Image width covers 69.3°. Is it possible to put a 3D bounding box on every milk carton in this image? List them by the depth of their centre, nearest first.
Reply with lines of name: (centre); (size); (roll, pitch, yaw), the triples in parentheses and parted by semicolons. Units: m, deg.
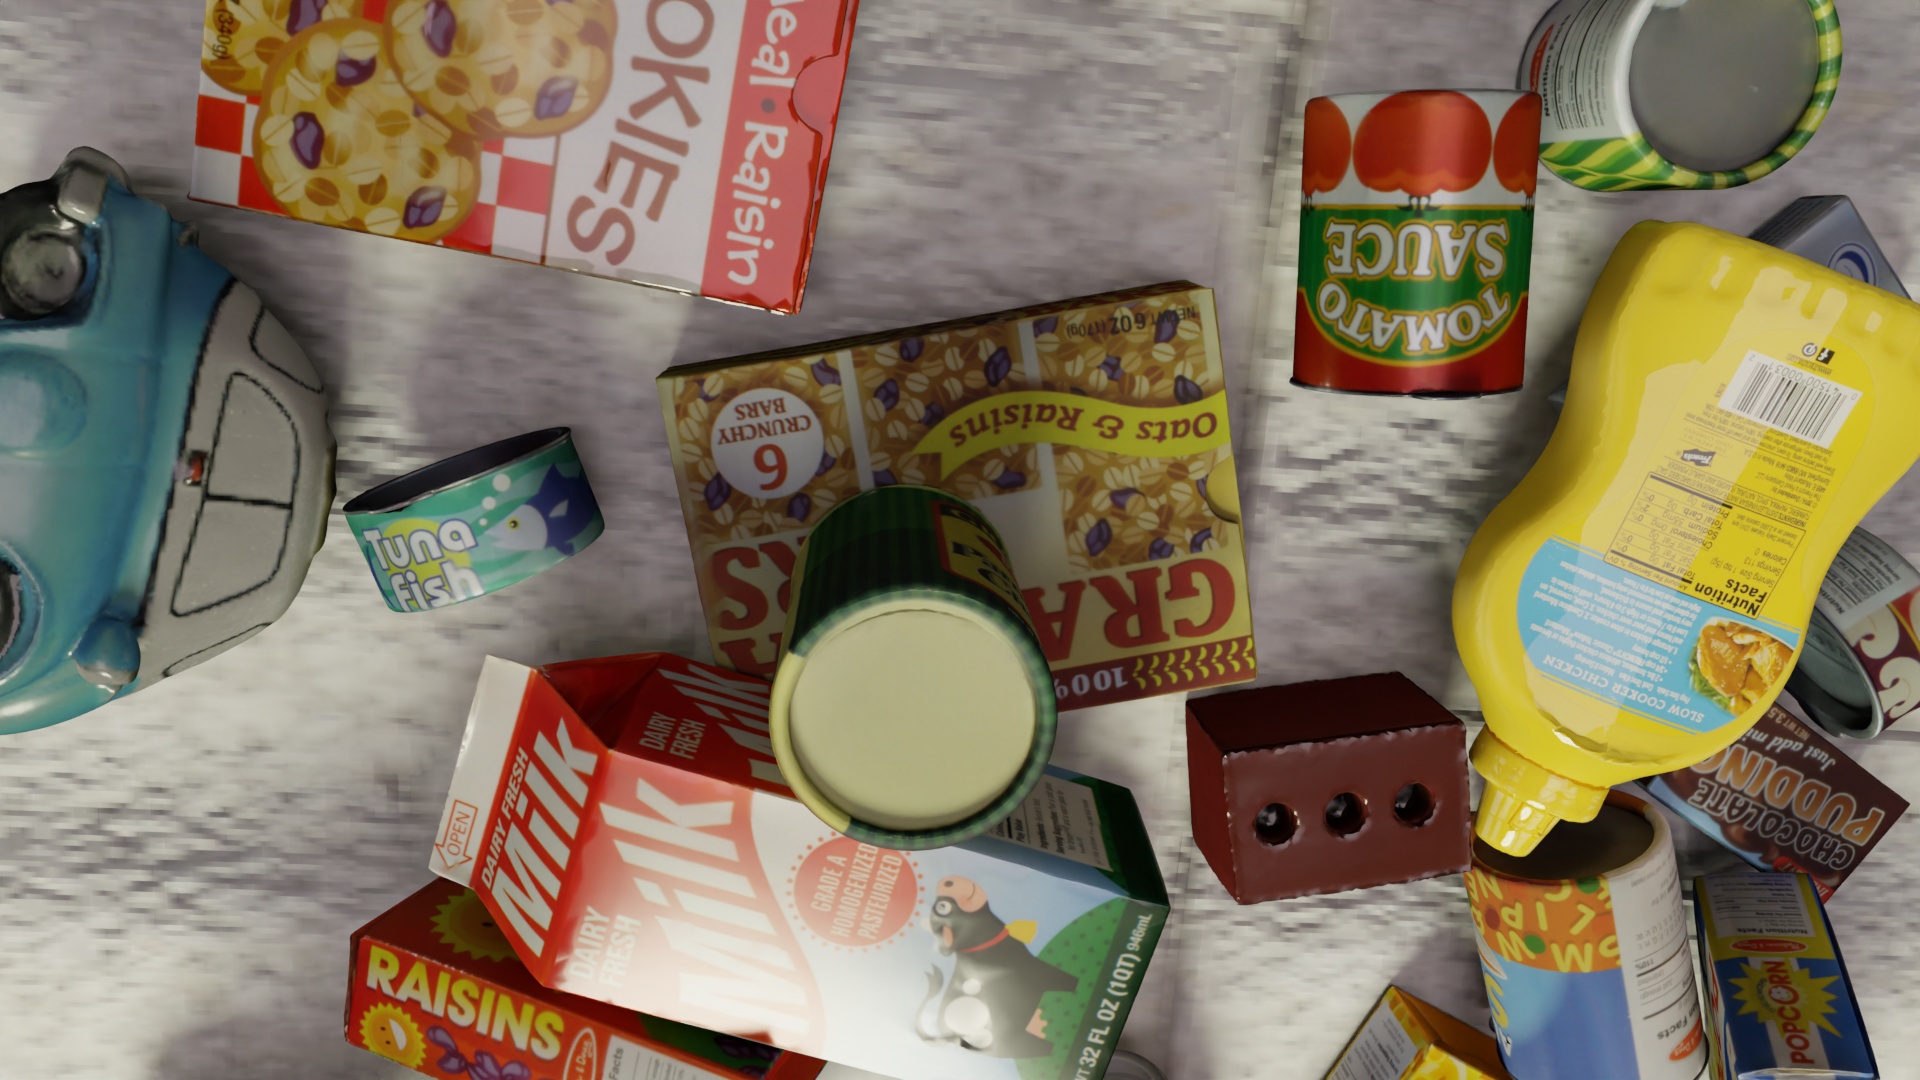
milk carton: (-0.047, 0.089, 0.388); (0.191, 0.073, 0.072); (18, 104, -6)

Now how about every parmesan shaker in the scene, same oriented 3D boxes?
parmesan shaker: (-0.012, 0.031, 0.360); (0.071, 0.103, 0.071); (-1, 104, -4)

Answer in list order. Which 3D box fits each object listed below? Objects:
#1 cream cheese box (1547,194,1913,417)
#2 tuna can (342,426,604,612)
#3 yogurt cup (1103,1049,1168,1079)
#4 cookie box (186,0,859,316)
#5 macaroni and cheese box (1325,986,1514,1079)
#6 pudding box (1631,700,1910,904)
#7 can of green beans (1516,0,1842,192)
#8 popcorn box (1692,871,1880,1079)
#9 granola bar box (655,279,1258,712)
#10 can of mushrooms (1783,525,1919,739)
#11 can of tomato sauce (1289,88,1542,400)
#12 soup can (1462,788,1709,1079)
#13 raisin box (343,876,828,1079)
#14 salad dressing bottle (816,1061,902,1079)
cream cheese box: (0.247, -0.057, 0.443); (0.104, 0.024, 0.053); (-39, 104, 5)
tuna can: (-0.140, -0.006, 0.400); (0.071, 0.071, 0.032); (-18, 105, 0)
yogurt cup: (0.052, 0.218, 0.472); (0.072, 0.072, 0.053); (-29, 112, 3)
cookie box: (-0.116, -0.139, 0.386); (0.167, 0.040, 0.122); (10, 102, -7)
macaroni and cheese box: (0.165, 0.262, 0.503); (0.124, 0.040, 0.166); (30, 99, -10)
pudding box: (0.271, 0.082, 0.474); (0.083, 0.030, 0.049); (34, 99, -11)
can of green beans: (0.207, -0.135, 0.404); (0.071, 0.058, 0.071); (-1, 104, -4)
popcorn box: (0.271, 0.185, 0.456); (0.038, 0.085, 0.126); (-8, 117, 22)
granola bar box: (0.002, -0.005, 0.428); (0.166, 0.039, 0.124); (-10, 104, -2)
can of mushrooms: (0.282, 0.029, 0.445); (0.033, 0.071, 0.071); (-33, 104, 3)
can of tomato sauce: (0.131, -0.086, 0.403); (0.071, 0.071, 0.083); (-2, 103, -4)
soup can: (0.204, 0.134, 0.465); (0.071, 0.071, 0.083); (-16, 103, -1)
raisin box: (-0.101, 0.131, 0.409); (0.123, 0.086, 0.040); (15, 105, 13)
salad dressing bottle: (-0.008, 0.153, 0.462); (0.147, 0.044, 0.064); (-33, 97, 2)
